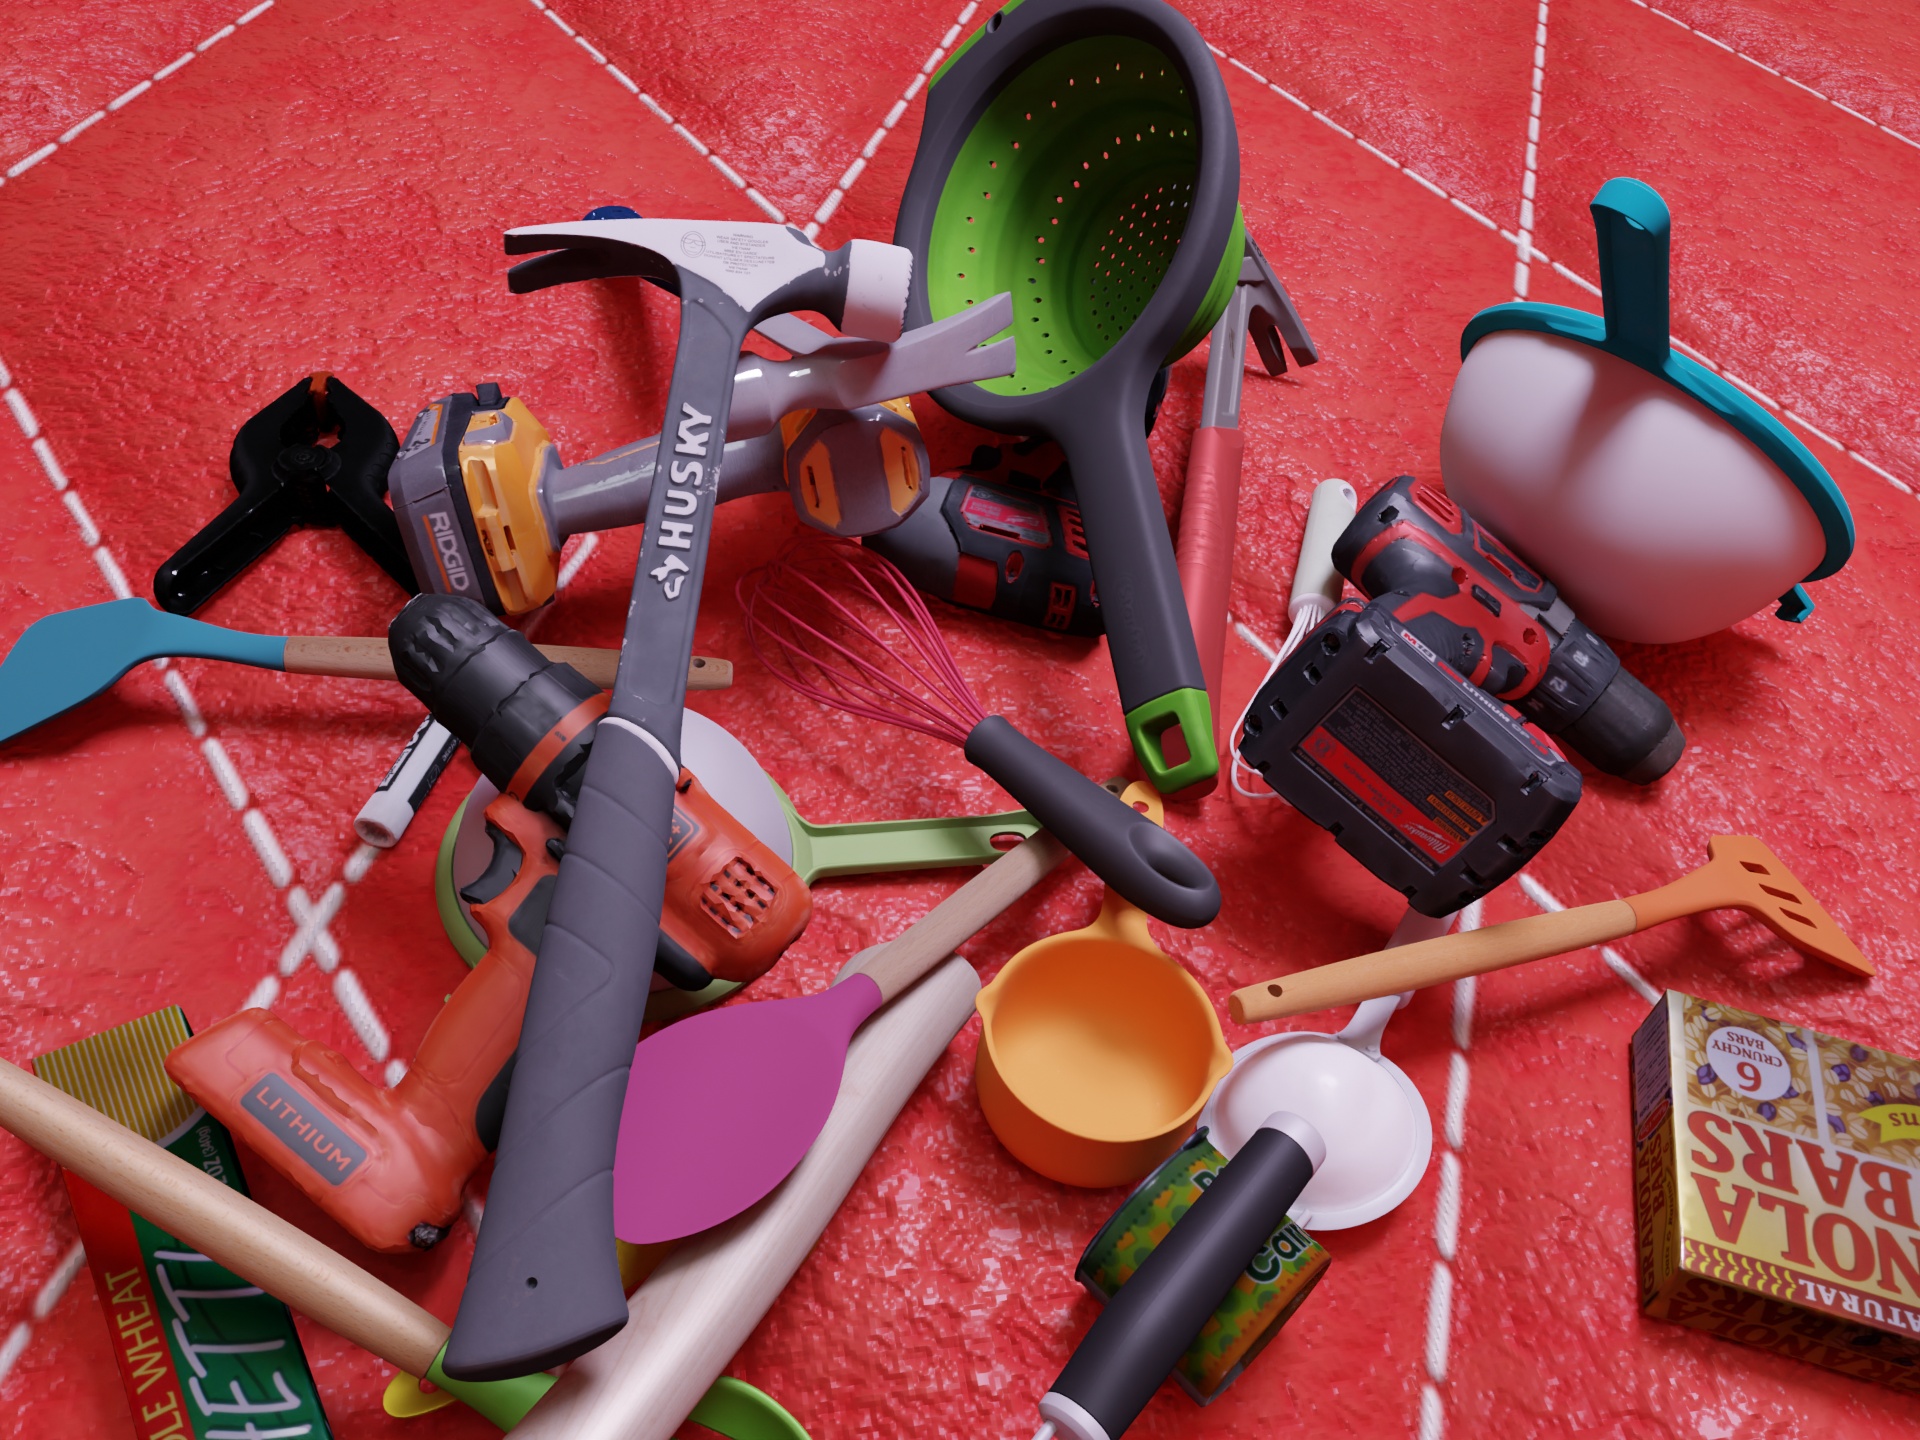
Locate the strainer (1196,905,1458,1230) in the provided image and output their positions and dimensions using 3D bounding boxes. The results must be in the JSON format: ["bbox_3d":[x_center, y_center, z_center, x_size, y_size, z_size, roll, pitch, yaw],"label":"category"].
[{"bbox_3d":[0.168,0.109,0.637,0.087,0.050,0.258,18,42,28],"label":"strainer"}]

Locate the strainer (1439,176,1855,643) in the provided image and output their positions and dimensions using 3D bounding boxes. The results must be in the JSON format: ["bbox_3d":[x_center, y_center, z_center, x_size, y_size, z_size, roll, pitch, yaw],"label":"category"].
[{"bbox_3d":[0.287,-0.118,0.724,0.211,0.340,0.095,38,93,28],"label":"strainer"}]

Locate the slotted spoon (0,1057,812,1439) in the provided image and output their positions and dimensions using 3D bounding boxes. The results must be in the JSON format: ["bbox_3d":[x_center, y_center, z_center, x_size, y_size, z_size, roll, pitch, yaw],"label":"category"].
[{"bbox_3d":[-0.178,0.176,0.479,0.314,0.031,0.070,31,73,0],"label":"slotted spoon"}]

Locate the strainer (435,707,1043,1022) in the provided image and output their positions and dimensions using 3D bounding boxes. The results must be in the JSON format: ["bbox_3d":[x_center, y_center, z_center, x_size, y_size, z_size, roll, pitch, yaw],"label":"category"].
[{"bbox_3d":[-0.082,0.038,0.640,0.256,0.069,0.152,-3,48,-9],"label":"strainer"}]

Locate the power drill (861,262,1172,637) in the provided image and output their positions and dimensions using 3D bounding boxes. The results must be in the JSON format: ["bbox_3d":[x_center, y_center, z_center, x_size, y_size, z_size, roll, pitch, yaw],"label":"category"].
[{"bbox_3d":[0.031,-0.142,0.824,0.143,0.078,0.220,15,50,5],"label":"power drill"}]

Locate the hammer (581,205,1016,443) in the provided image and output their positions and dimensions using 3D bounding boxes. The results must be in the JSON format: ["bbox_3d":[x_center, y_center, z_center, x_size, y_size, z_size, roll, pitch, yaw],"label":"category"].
[{"bbox_3d":[-0.115,-0.213,0.786,0.144,0.035,0.406,-16,30,-20],"label":"hammer"}]

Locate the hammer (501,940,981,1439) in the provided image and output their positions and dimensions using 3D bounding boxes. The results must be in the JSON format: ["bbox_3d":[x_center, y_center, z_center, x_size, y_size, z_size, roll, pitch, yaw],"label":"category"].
[{"bbox_3d":[-0.083,0.188,0.441,0.146,0.038,0.411,20,33,17],"label":"hammer"}]

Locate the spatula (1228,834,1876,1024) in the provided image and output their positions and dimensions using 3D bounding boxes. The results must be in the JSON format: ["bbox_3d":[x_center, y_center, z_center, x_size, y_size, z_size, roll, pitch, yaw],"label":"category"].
[{"bbox_3d":[0.245,0.090,0.643,0.322,0.041,0.081,-8,48,-23],"label":"spatula"}]

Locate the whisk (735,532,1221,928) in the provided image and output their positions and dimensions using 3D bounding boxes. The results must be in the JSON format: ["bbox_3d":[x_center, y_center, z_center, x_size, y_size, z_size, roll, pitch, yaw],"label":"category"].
[{"bbox_3d":[-0.001,-0.002,0.667,0.073,0.073,0.296,-27,46,-29],"label":"whisk"}]

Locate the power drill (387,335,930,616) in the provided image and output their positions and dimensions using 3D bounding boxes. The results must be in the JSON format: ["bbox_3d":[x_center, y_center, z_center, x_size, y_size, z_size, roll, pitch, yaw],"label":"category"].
[{"bbox_3d":[-0.134,-0.127,0.744,0.226,0.084,0.186,-12,29,-4],"label":"power drill"}]

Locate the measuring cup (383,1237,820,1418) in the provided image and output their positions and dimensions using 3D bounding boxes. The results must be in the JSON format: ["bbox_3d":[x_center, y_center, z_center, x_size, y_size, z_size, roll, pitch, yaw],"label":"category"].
[{"bbox_3d":[-0.114,0.187,0.529,0.156,0.029,0.062,-26,56,-25],"label":"measuring cup"}]

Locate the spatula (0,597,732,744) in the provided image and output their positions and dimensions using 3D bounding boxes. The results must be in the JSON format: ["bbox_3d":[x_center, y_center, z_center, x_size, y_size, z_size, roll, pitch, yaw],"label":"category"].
[{"bbox_3d":[-0.257,-0.020,0.678,0.317,0.044,0.082,3,46,-5],"label":"spatula"}]

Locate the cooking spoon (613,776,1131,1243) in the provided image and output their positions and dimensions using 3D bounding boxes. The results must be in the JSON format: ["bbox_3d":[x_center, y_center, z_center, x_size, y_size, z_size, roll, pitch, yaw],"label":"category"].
[{"bbox_3d":[-0.019,0.086,0.573,0.069,0.017,0.319,28,35,24],"label":"cooking spoon"}]

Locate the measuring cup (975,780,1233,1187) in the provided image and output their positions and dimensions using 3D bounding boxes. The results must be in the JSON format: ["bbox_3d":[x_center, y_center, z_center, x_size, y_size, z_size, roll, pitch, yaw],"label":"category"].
[{"bbox_3d":[0.057,0.100,0.620,0.095,0.052,0.174,13,45,3],"label":"measuring cup"}]

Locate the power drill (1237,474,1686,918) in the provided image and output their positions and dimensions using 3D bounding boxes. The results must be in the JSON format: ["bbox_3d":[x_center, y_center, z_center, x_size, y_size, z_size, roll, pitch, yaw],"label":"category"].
[{"bbox_3d":[0.228,-0.008,0.690,0.188,0.080,0.227,41,35,4],"label":"power drill"}]

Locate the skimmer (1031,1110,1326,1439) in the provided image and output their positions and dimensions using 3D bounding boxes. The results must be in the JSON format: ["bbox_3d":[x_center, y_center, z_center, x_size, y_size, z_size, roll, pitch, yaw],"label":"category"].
[{"bbox_3d":[-0.008,0.251,0.433,0.127,0.090,0.363,30,51,28],"label":"skimmer"}]

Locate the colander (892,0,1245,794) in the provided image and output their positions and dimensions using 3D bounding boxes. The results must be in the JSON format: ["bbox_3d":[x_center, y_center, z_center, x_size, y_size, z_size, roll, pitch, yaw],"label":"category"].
[{"bbox_3d":[0.082,-0.154,0.736,0.094,0.204,0.397,9,63,-45],"label":"colander"}]

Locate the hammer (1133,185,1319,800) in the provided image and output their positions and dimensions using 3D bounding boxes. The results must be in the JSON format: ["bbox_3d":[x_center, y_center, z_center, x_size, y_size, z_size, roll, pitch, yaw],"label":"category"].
[{"bbox_3d":[0.132,-0.113,0.809,0.037,0.149,0.359,-13,49,32],"label":"hammer"}]

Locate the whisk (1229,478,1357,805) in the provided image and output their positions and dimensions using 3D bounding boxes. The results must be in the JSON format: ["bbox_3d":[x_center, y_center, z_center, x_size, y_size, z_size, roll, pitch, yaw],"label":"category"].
[{"bbox_3d":[0.171,-0.047,0.780,0.057,0.059,0.246,50,38,-23],"label":"whisk"}]

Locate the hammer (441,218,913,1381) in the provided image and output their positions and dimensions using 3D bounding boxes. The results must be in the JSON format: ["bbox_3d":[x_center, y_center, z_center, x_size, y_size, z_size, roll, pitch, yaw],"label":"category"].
[{"bbox_3d":[-0.104,-0.009,0.506,0.149,0.036,0.409,8,60,-6],"label":"hammer"}]
